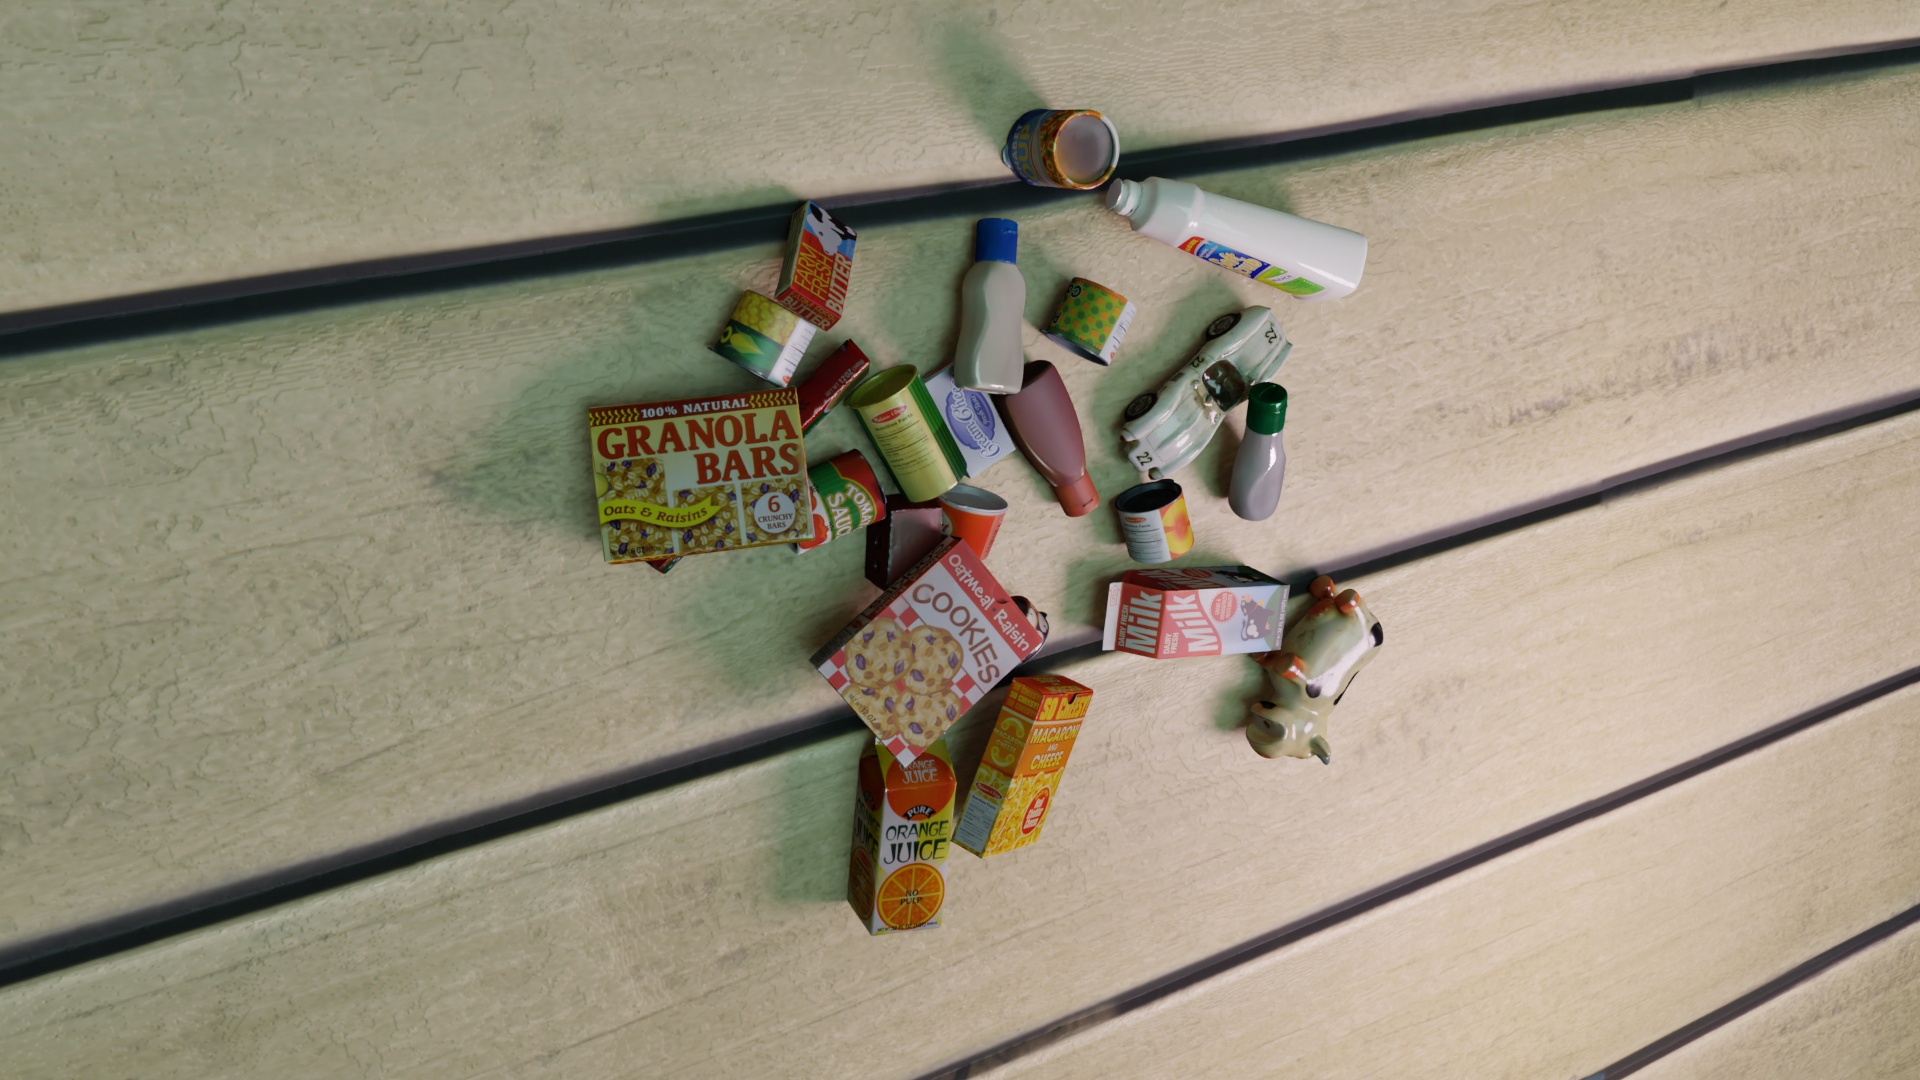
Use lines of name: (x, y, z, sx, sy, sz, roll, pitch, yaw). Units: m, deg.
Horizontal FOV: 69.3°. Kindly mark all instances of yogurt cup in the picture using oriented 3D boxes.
yogurt cup: (0.004, -0.016, 1.255, 0.072, 0.072, 0.053, 4, 111, -27)

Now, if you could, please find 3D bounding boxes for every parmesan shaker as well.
parmesan shaker: (-0.047, -0.092, 1.207, 0.071, 0.071, 0.102, -35, 118, -13)

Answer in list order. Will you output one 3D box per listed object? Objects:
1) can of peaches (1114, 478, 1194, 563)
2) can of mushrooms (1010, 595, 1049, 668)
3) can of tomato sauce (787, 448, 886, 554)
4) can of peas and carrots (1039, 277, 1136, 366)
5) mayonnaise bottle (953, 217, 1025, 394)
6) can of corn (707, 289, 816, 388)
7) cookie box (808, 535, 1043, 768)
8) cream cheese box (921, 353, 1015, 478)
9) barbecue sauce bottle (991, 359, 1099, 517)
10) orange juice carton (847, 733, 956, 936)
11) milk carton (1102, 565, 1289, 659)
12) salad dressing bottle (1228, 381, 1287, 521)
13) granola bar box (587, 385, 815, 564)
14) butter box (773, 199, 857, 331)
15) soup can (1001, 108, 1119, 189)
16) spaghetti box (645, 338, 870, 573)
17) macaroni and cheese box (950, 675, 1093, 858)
can of peaches: (0.190, -0.019, 1.344, 0.071, 0.071, 0.058, -25, 114, -18)
can of mushrooms: (0.049, 0.084, 1.304, 0.071, 0.071, 0.033, -45, 118, -8)
can of tomato sauce: (-0.114, -0.032, 1.187, 0.083, 0.071, 0.071, -24, 114, -18)
can of peas and carrots: (0.115, -0.199, 1.256, 0.071, 0.071, 0.058, 26, 92, -30)
mayonnaise bottle: (0.028, -0.204, 1.210, 0.065, 0.041, 0.148, 3, 90, -44)
can of corn: (-0.161, -0.164, 1.129, 0.071, 0.071, 0.058, 28, 91, -30)
cookie box: (-0.028, 0.096, 1.211, 0.168, 0.040, 0.122, -42, 108, -9)
cream cheese box: (0.004, -0.112, 1.248, 0.053, 0.024, 0.103, -35, 117, -12)
barbecue sauce bottle: (0.085, -0.090, 1.284, 0.065, 0.044, 0.148, -35, 117, -14)
orange juice carton: (-0.055, 0.264, 1.300, 0.072, 0.073, 0.192, 0, 104, -24)
milk carton: (0.226, 0.071, 1.383, 0.191, 0.073, 0.072, -2, 106, -25)
salad dressing bottle: (0.293, -0.086, 1.357, 0.064, 0.044, 0.146, -36, 142, -31)
granola bar box: (-0.205, -0.051, 1.106, 0.166, 0.039, 0.124, -7, 86, -7)
butter box: (-0.116, -0.222, 1.123, 0.053, 0.024, 0.104, 30, 47, -30)
soup can: (0.085, -0.335, 1.190, 0.071, 0.084, 0.071, -8, 108, -24)
spaghetti box: (-0.171, -0.069, 1.157, 0.028, 0.050, 0.250, 44, 82, 0)
macaroni and cheese box: (0.062, 0.214, 1.329, 0.124, 0.040, 0.166, 9, 103, -62)
